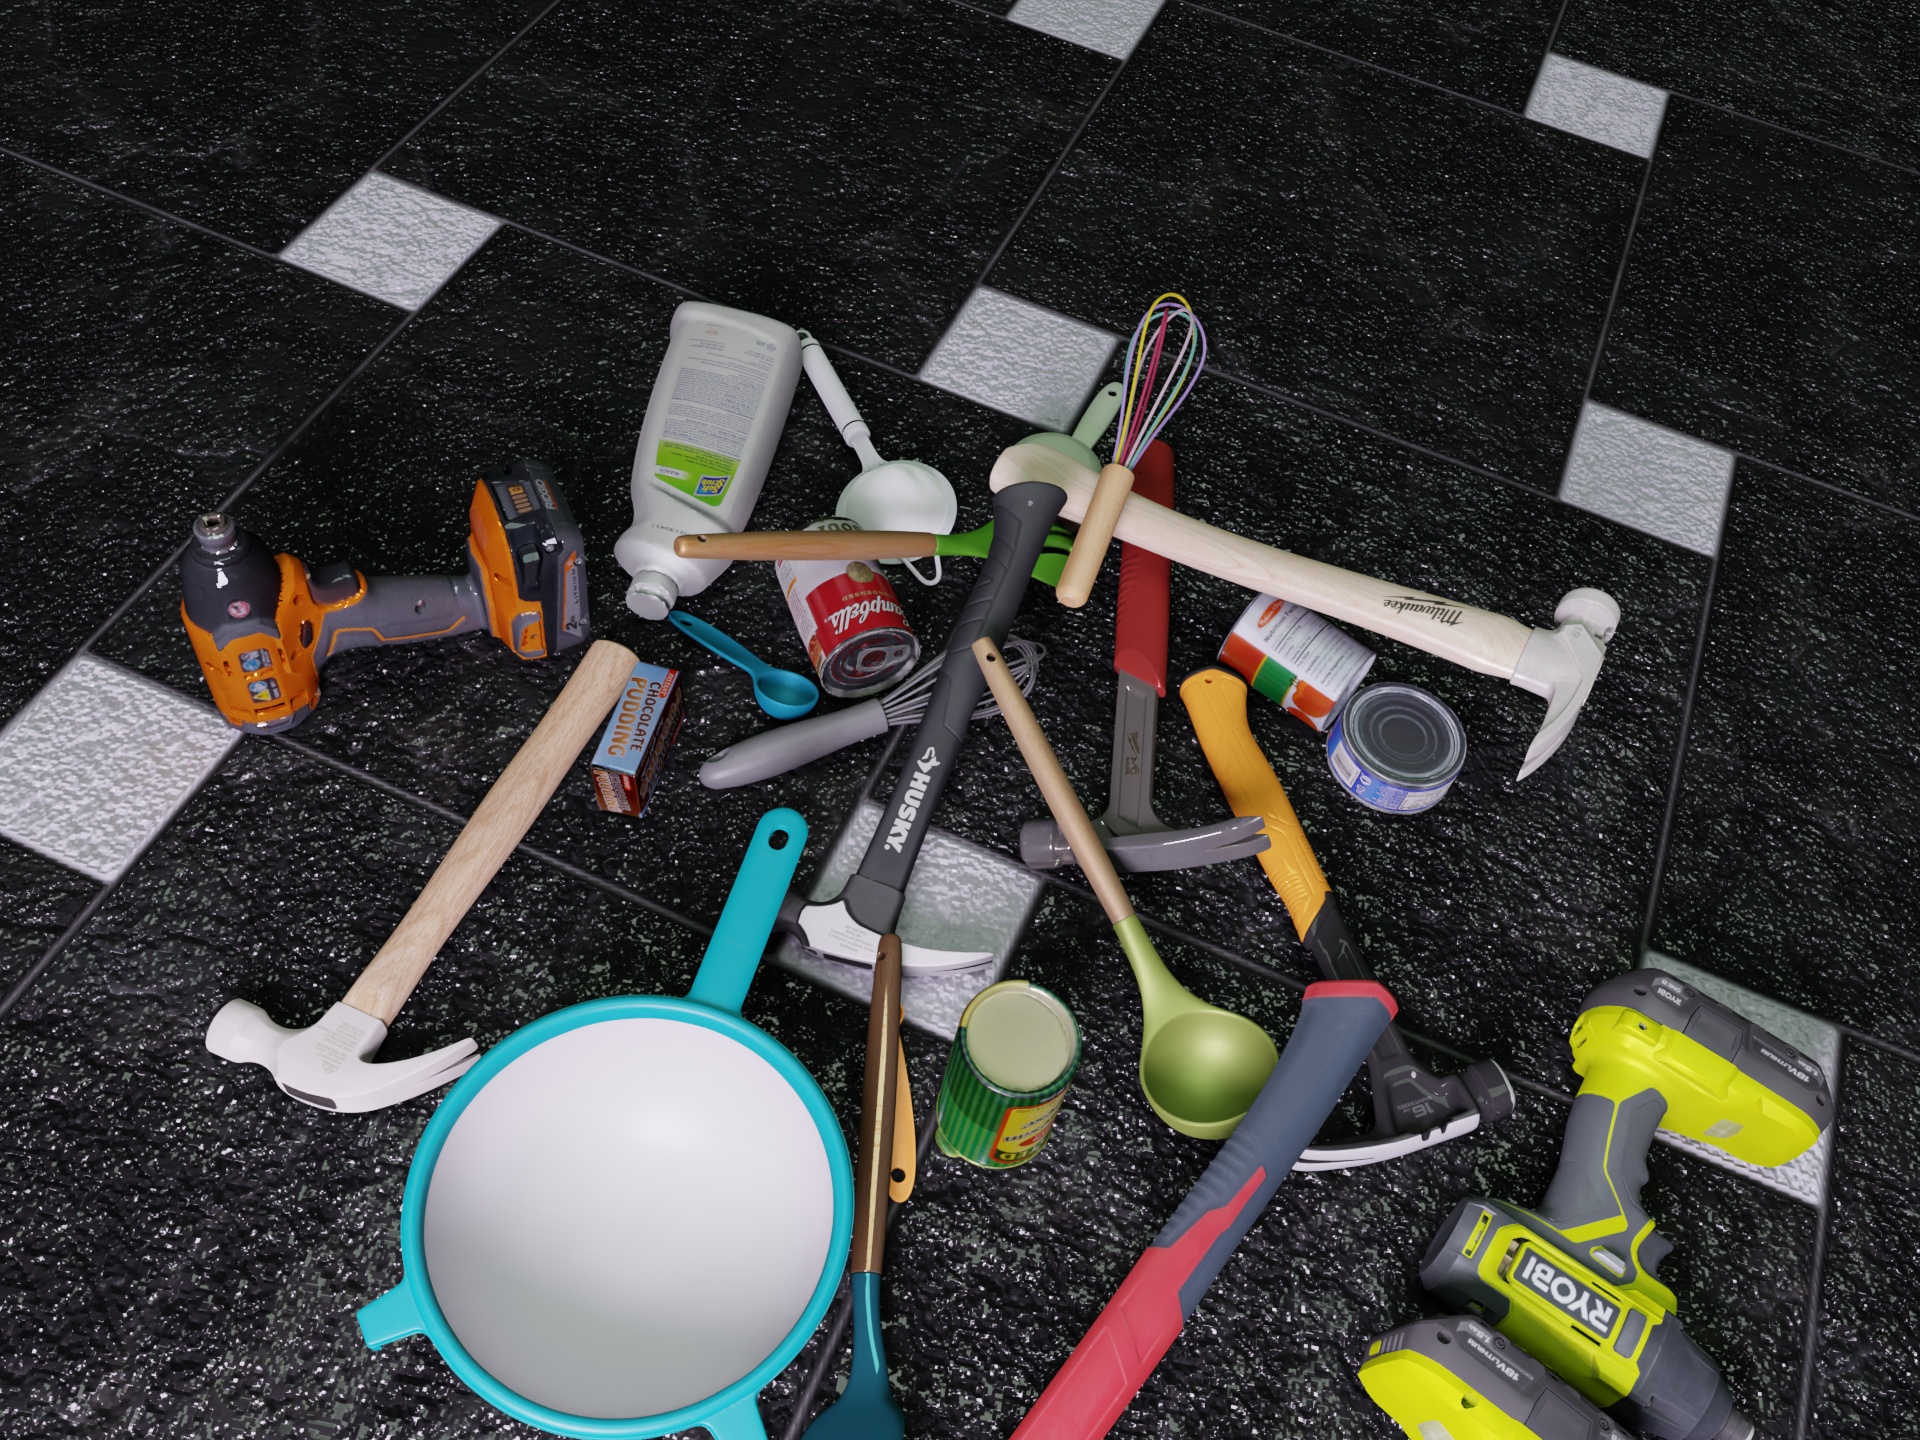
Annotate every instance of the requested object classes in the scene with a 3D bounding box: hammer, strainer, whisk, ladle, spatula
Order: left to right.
[{"bbox_3d":[-0.280,0.079,0.932,0.130,0.031,0.331,22,55,8],"label":"hammer"},{"bbox_3d":[-0.146,0.202,0.828,0.211,0.095,0.341,17,53,1],"label":"strainer"},{"bbox_3d":[-0.074,-0.203,1.150,0.087,0.050,0.259,-25,58,-6],"label":"strainer"},{"bbox_3d":[-0.052,0.255,0.815,0.082,0.044,0.318,-18,54,32],"label":"spatula"},{"bbox_3d":[-0.053,-0.005,1.013,0.239,0.055,0.055,-20,60,-15],"label":"whisk"},{"bbox_3d":[-0.002,-0.003,0.974,0.146,0.035,0.335,20,70,5],"label":"hammer"},{"bbox_3d":[0.084,0.088,0.912,0.078,0.062,0.320,-25,78,-11],"label":"ladle"},{"bbox_3d":[0.108,-0.182,1.046,0.051,0.047,0.245,15,68,19],"label":"whisk"},{"bbox_3d":[0.129,-0.056,1.054,0.149,0.036,0.359,-7,49,19],"label":"hammer"},{"bbox_3d":[0.115,0.291,0.791,0.143,0.038,0.386,36,70,16],"label":"hammer"},{"bbox_3d":[0.199,-0.091,1.025,0.411,0.038,0.146,23,53,20],"label":"hammer"},{"bbox_3d":[0.201,0.104,0.969,0.127,0.034,0.337,-16,56,-6],"label":"hammer"}]

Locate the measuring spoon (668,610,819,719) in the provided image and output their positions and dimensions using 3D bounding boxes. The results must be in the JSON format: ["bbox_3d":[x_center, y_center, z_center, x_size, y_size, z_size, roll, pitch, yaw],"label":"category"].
[{"bbox_3d":[-0.146,-0.034,1.039,0.129,0.021,0.042,33,33,25],"label":"measuring spoon"}]

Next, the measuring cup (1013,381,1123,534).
[{"bbox_3d":[0.086,-0.207,1.171,0.083,0.038,0.168,25,58,10],"label":"measuring cup"}]

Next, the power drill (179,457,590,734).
[{"bbox_3d":[-0.346,-0.083,0.957,0.226,0.164,0.084,-18,59,-21],"label":"power drill"}]

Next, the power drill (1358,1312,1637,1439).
[{"bbox_3d":[0.202,0.397,0.735,0.190,0.080,0.228,37,58,8],"label":"power drill"}]

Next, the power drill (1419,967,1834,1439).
[{"bbox_3d":[0.375,0.263,0.866,0.171,0.080,0.223,32,61,15],"label":"power drill"}]

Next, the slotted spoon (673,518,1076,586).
[{"bbox_3d":[-0.040,-0.113,1.030,0.313,0.031,0.070,-4,54,-35],"label":"slotted spoon"}]

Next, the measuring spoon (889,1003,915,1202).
[{"bbox_3d":[-0.038,0.211,0.887,0.021,0.011,0.117,-1,59,-9],"label":"measuring spoon"}]
